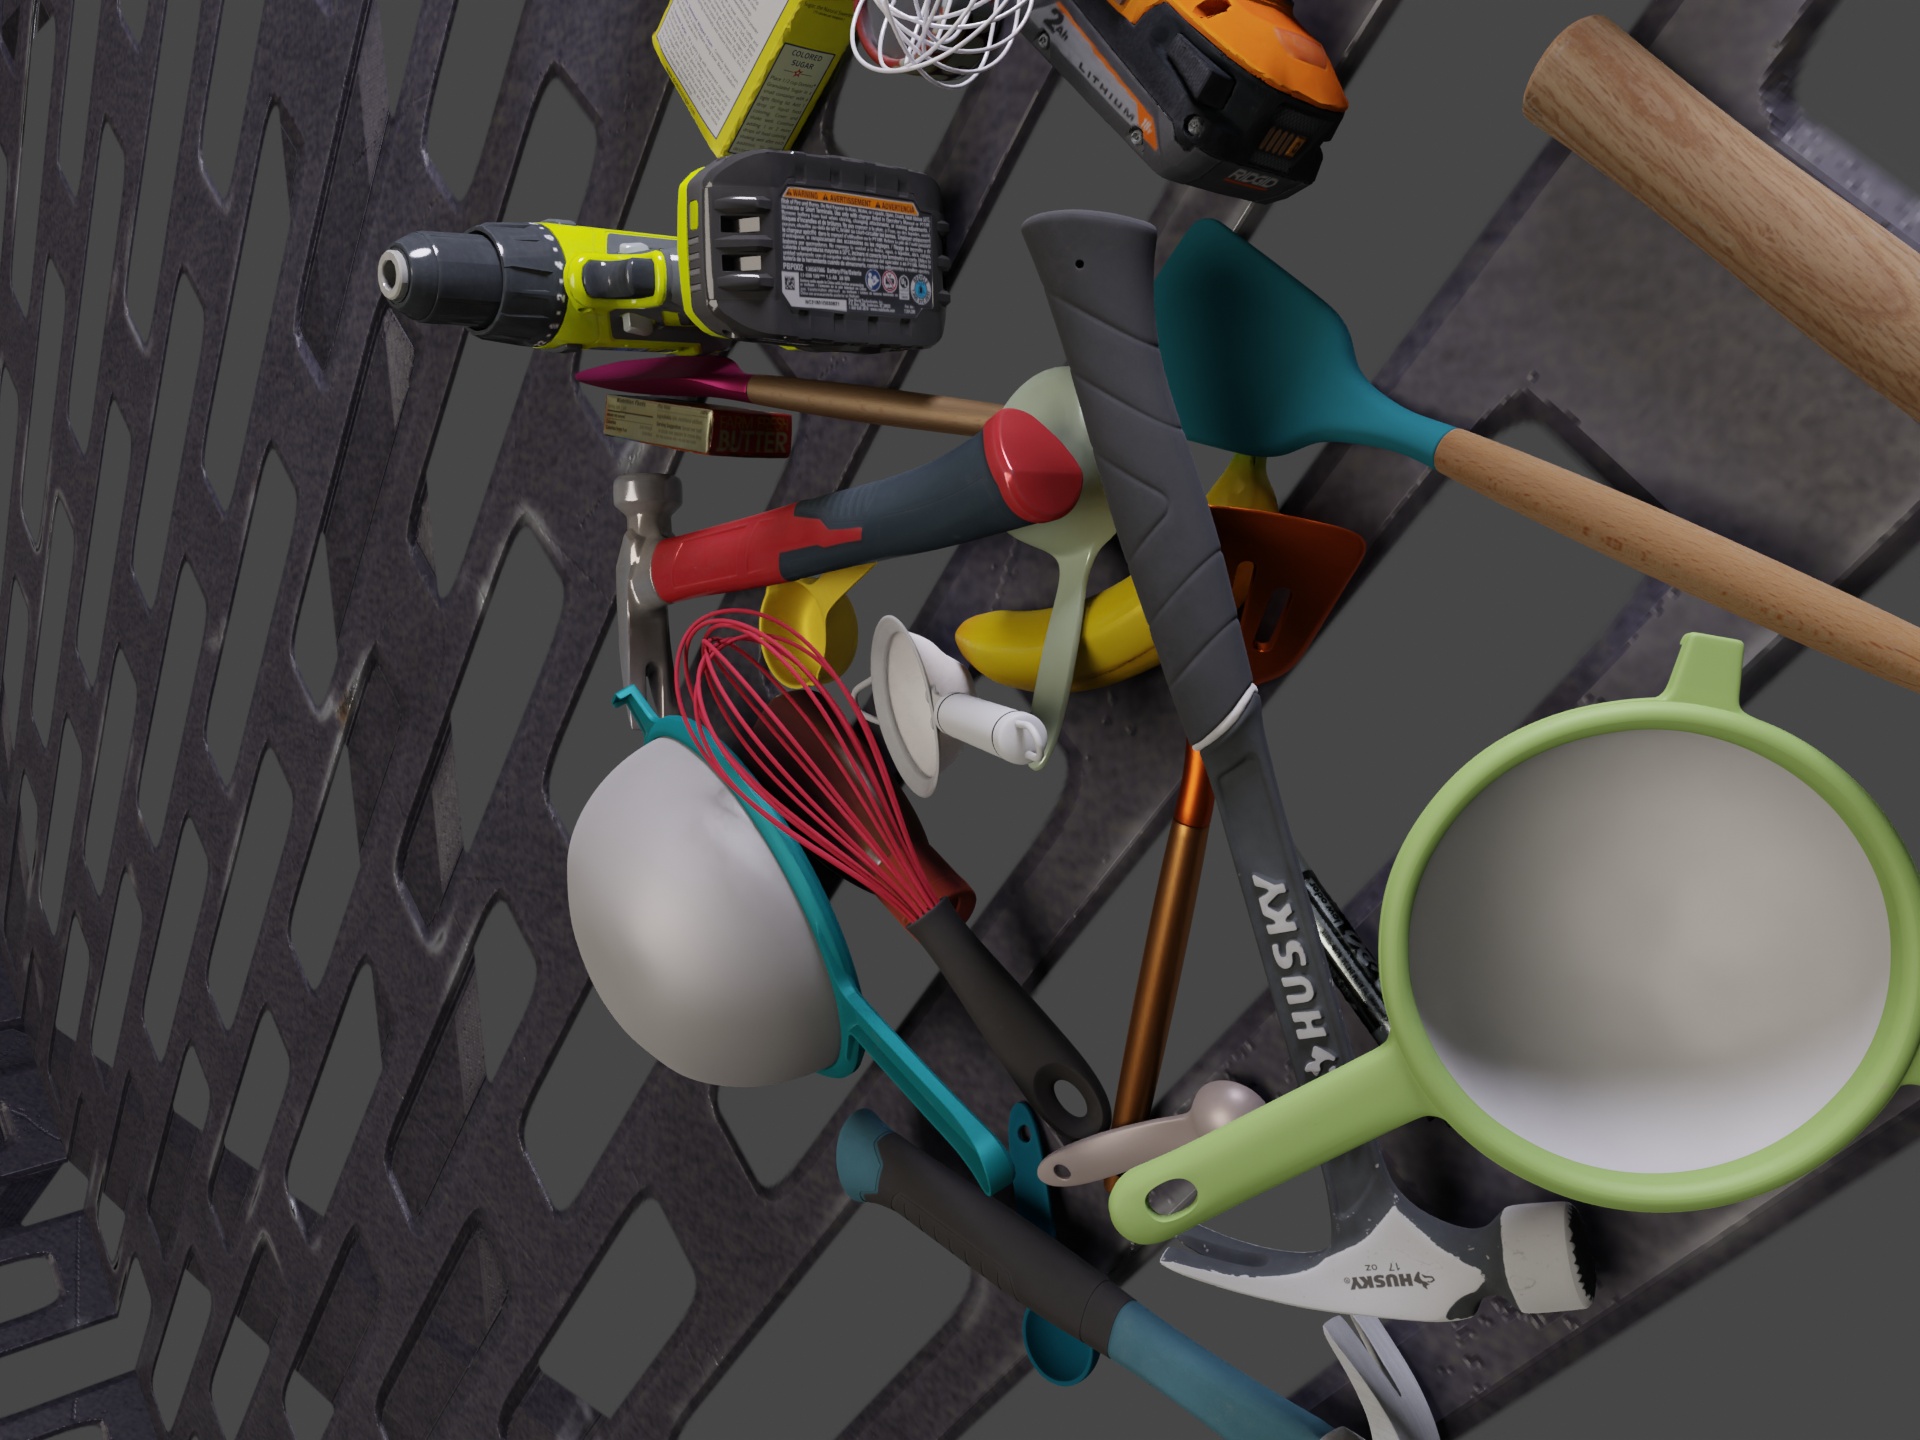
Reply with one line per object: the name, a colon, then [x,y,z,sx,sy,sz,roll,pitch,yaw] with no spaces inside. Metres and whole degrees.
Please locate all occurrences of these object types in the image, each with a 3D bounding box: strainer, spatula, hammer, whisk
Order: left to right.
strainer: [-0.107,0.137,0.773,0.341,0.095,0.210,36,144,46]
hammer: [-0.074,-0.069,0.745,0.386,0.038,0.143,-2,91,56]
whisk: [-0.028,0.071,0.717,0.296,0.073,0.073,52,134,1]
strainer: [-0.001,-0.002,0.677,0.258,0.050,0.087,-159,57,-76]
whisk: [0.021,-0.340,0.560,0.070,0.070,0.285,-7,61,48]
hammer: [0.060,0.261,0.697,0.331,0.033,0.128,21,103,41]
spatula: [0.089,0.066,0.643,0.081,0.041,0.322,9,113,4]
hammer: [0.094,0.020,0.560,0.149,0.036,0.409,-15,94,27]
strainer: [0.161,0.093,0.500,0.256,0.069,0.151,-32,88,15]
spatula: [0.171,-0.080,0.511,0.318,0.044,0.082,39,104,44]
hammer: [0.273,-0.085,0.424,0.332,0.031,0.130,54,131,27]

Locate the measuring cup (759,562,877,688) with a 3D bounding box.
measuring cup: [-0.049,-0.072,0.785,0.156,0.029,0.062,-44,65,40]

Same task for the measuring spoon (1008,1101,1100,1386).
measuring spoon: [0.044,0.245,0.752,0.042,0.021,0.129,-21,72,40]

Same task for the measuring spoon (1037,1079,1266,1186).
measuring spoon: [0.078,0.184,0.676,0.124,0.018,0.034,-29,98,35]

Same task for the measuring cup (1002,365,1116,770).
measuring cup: [0.033,-0.065,0.642,0.083,0.038,0.168,-8,68,54]

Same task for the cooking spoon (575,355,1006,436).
cooking spoon: [-0.084,-0.162,0.791,0.319,0.069,0.017,16,122,39]

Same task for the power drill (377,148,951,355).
power drill: [-0.137,-0.207,0.738,0.229,0.190,0.080,8,103,42]

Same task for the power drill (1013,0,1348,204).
power drill: [0.129,-0.286,0.512,0.164,0.084,0.226,55,128,25]
